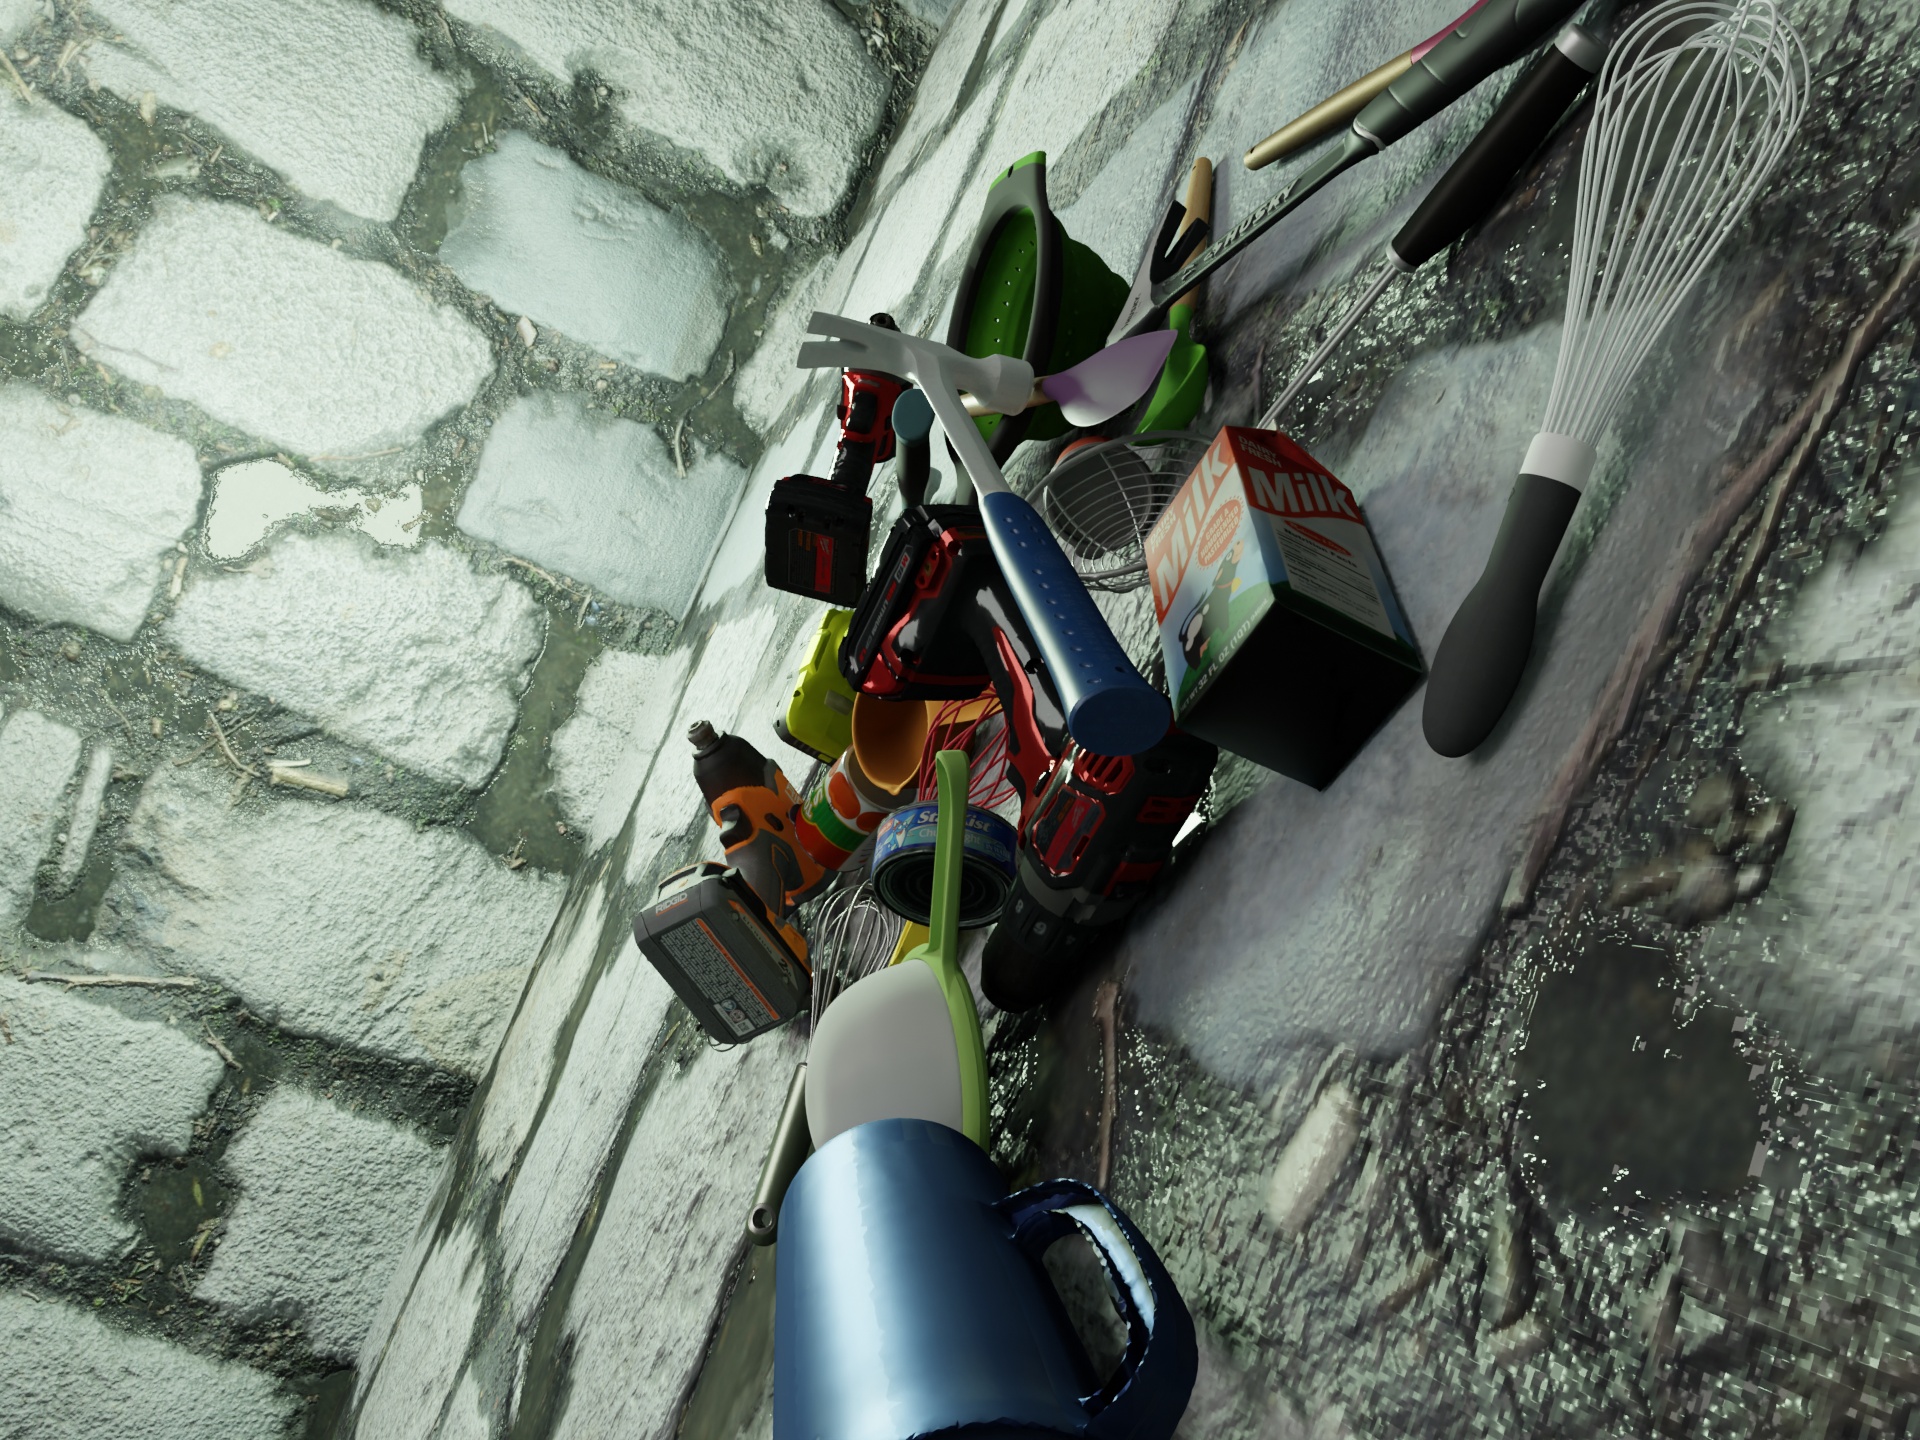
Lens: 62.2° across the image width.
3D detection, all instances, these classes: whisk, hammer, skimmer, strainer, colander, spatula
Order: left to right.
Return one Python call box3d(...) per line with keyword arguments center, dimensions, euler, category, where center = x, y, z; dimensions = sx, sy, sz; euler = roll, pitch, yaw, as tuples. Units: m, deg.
box3d(center=(-0.148, 0.217, 1.210), dimensions=(0.239, 0.055, 0.055), euler=(-29, 40, 56), category="whisk")
box3d(center=(-0.093, 0.222, 1.046), dimensions=(0.059, 0.058, 0.246), euler=(55, -130, -69), category="whisk")
box3d(center=(-0.036, 0.138, 0.780), dimensions=(0.152, 0.069, 0.256), euler=(-136, 48, -65), category="strainer")
box3d(center=(-0.038, -0.191, 1.283), dimensions=(0.331, 0.033, 0.128), euler=(100, -179, -80), category="hammer")
box3d(center=(-0.016, 0.055, 1.022), dimensions=(0.295, 0.073, 0.073), euler=(127, 160, -54), category="whisk")
box3d(center=(0.013, -0.111, 0.790), dimensions=(0.406, 0.144, 0.035), euler=(-112, 38, -54), category="hammer")
box3d(center=(0.049, -0.189, 1.132), dimensions=(0.204, 0.094, 0.397), euler=(-163, 81, -71), category="colander")
box3d(center=(0.045, -0.201, 0.981), dimensions=(0.060, 0.018, 0.316), euler=(-60, 22, -5), category="spatula")
box3d(center=(0.156, -0.196, 0.787), dimensions=(0.363, 0.090, 0.127), euler=(-51, 21, 39), category="skimmer")
box3d(center=(0.203, -0.298, 0.829), dimensions=(0.409, 0.036, 0.149), euler=(-26, 37, 58), category="hammer")
box3d(center=(0.222, -0.120, 0.559), dimensions=(0.070, 0.070, 0.284), euler=(-147, 78, -73), category="whisk")

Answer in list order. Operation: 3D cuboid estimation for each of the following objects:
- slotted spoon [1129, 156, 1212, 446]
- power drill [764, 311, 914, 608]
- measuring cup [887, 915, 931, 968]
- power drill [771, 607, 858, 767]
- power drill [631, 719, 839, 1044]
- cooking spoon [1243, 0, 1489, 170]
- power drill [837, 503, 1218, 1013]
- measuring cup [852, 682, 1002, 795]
box3d(center=(0.149, -0.283, 1.042), dimensions=(0.070, 0.031, 0.314), euler=(-47, 23, 46), category="slotted spoon")
box3d(center=(-0.087, -0.211, 1.259), dimensions=(0.143, 0.078, 0.220), euler=(102, -176, -57), category="power drill")
box3d(center=(-0.033, 0.162, 0.984), dimensions=(0.062, 0.029, 0.156), euler=(-68, 0, -54), category="measuring cup")
box3d(center=(-0.066, -0.044, 1.262), dimensions=(0.228, 0.080, 0.191), euler=(-33, 33, 56), category="power drill")
box3d(center=(-0.162, 0.104, 1.146), dimensions=(0.084, 0.164, 0.227), euler=(-27, 23, 17), category="power drill")
box3d(center=(0.241, -0.358, 0.882), dimensions=(0.069, 0.017, 0.319), euler=(-67, 18, -6), category="cooking spoon")
box3d(center=(0.022, 0.017, 0.810), dimensions=(0.227, 0.080, 0.187), euler=(55, 132, 37), category="power drill")
box3d(center=(-0.002, -0.003, 1.057), dimensions=(0.173, 0.052, 0.095), euler=(-14, 78, 48), category="measuring cup")
